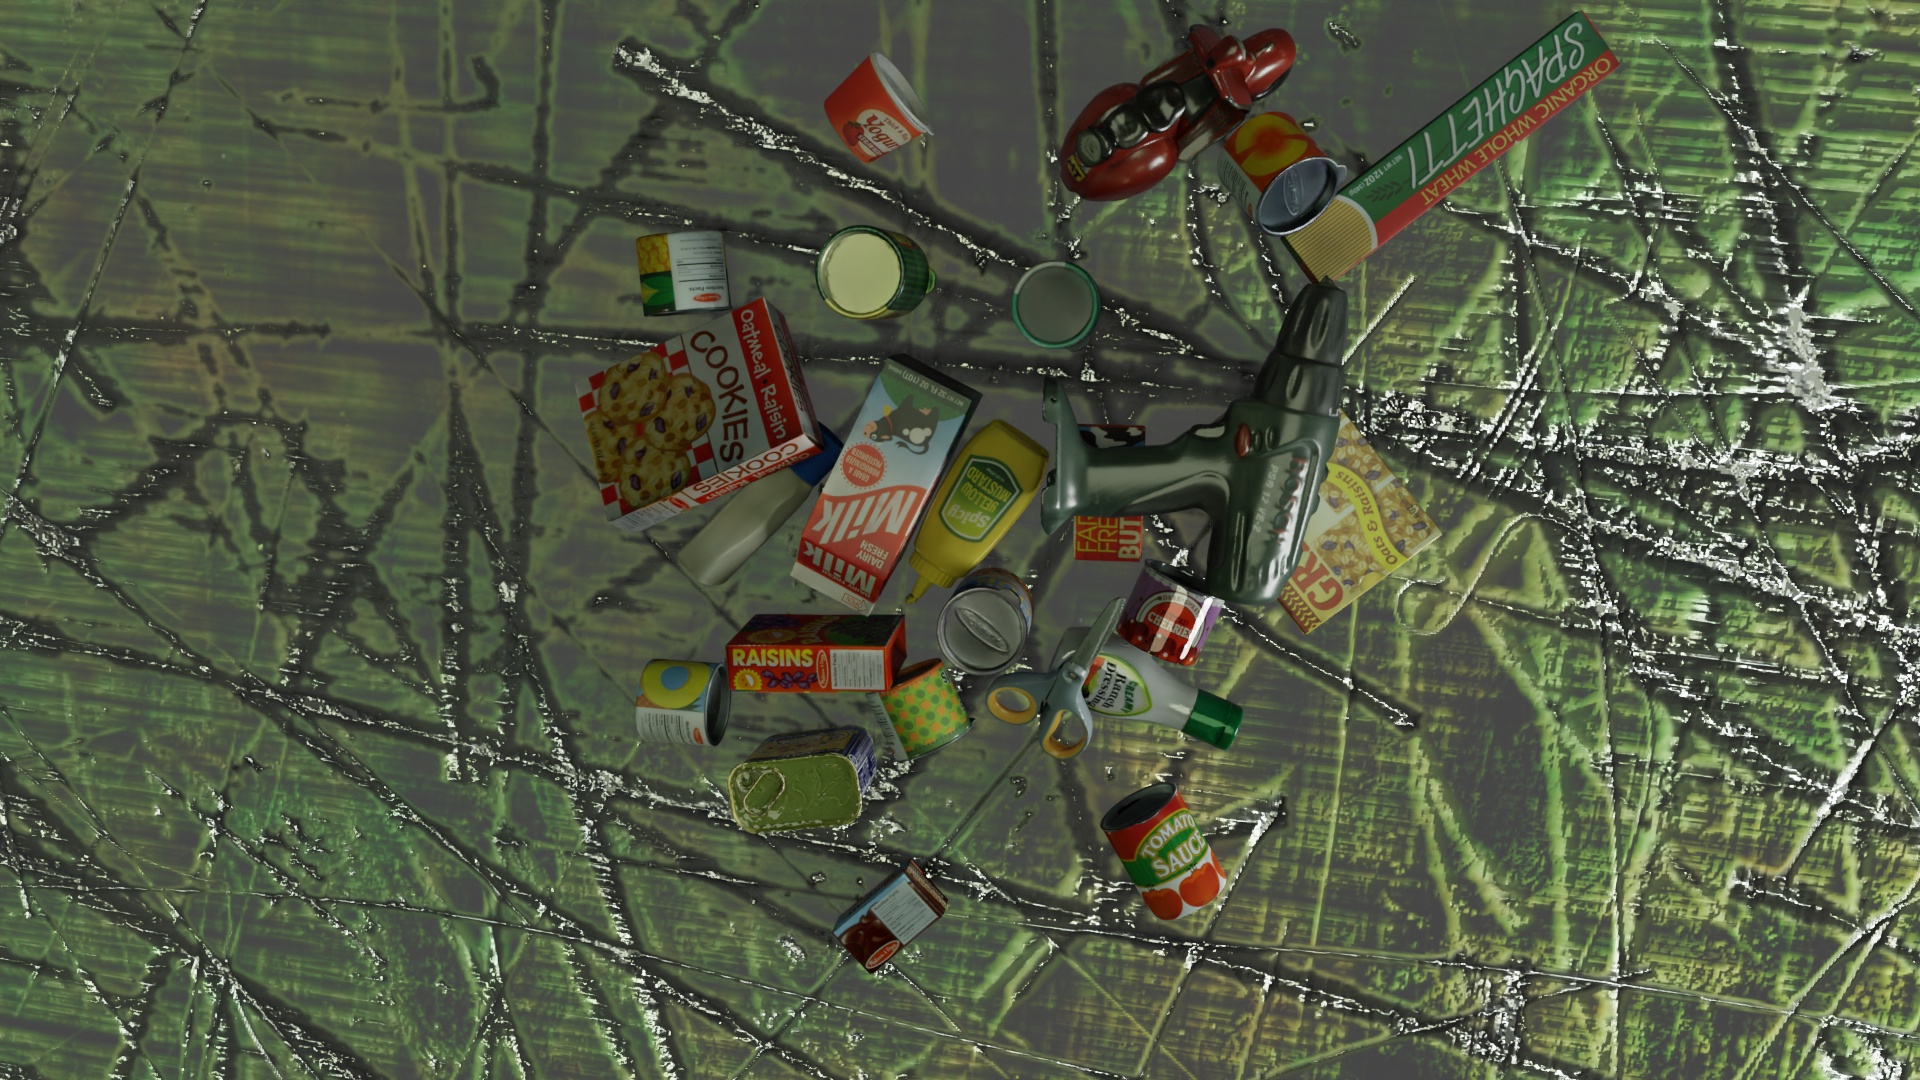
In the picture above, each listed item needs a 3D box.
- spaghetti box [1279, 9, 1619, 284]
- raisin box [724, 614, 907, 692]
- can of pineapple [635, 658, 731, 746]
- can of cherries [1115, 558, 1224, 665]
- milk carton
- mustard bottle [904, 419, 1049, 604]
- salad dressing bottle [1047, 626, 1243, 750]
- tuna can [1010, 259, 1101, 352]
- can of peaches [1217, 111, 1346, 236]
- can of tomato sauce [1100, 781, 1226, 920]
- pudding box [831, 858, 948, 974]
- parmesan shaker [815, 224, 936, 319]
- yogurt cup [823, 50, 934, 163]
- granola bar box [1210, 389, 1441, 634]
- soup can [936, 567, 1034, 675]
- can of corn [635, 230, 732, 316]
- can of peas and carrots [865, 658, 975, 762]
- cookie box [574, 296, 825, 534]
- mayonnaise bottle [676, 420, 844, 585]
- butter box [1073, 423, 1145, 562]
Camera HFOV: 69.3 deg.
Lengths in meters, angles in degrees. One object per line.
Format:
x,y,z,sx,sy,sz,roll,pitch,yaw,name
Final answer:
0.343,-0.274,0.981,0.249,0.029,0.050,-37,94,11,spaghetti box
-0.109,0.086,1.066,0.123,0.086,0.040,0,104,7,raisin box
-0.218,0.126,1.098,0.058,0.071,0.071,4,100,7,can of pineapple
0.156,0.054,1.035,0.071,0.071,0.058,24,102,3,can of cherries
-0.059,-0.040,1.047,0.072,0.073,0.190,28,102,2,milk carton
0.004,-0.013,1.055,0.065,0.049,0.160,34,101,4,mustard bottle
0.141,0.115,1.059,0.148,0.044,0.064,23,117,3,salad dressing bottle
0.072,-0.172,1.030,0.071,0.033,0.071,1,99,7,tuna can
0.223,-0.257,0.971,0.071,0.071,0.058,-36,55,11,can of peaches
0.157,0.238,1.065,0.071,0.071,0.083,-29,95,11,can of tomato sauce
-0.057,0.304,1.123,0.083,0.030,0.049,-42,93,12,pudding box
-0.060,-0.193,1.007,0.071,0.103,0.071,1,99,7,parmesan shaker
-0.062,-0.312,1.010,0.054,0.072,0.072,-32,94,19,yogurt cup
0.252,-0.032,1.026,0.124,0.039,0.165,-39,92,12,granola bar box
0.022,0.057,1.046,0.071,0.084,0.071,1,100,7,soup can
-0.210,-0.200,1.046,0.071,0.071,0.058,-4,98,8,can of corn
-0.031,0.129,1.075,0.071,0.071,0.058,-24,95,10,can of peas and carrots
-0.198,-0.094,1.049,0.167,0.040,0.123,-23,69,10,cookie box
-0.150,-0.029,1.068,0.148,0.065,0.041,-45,84,7,mayonnaise bottle
0.112,-0.036,1.050,0.053,0.024,0.103,1,99,8,butter box
